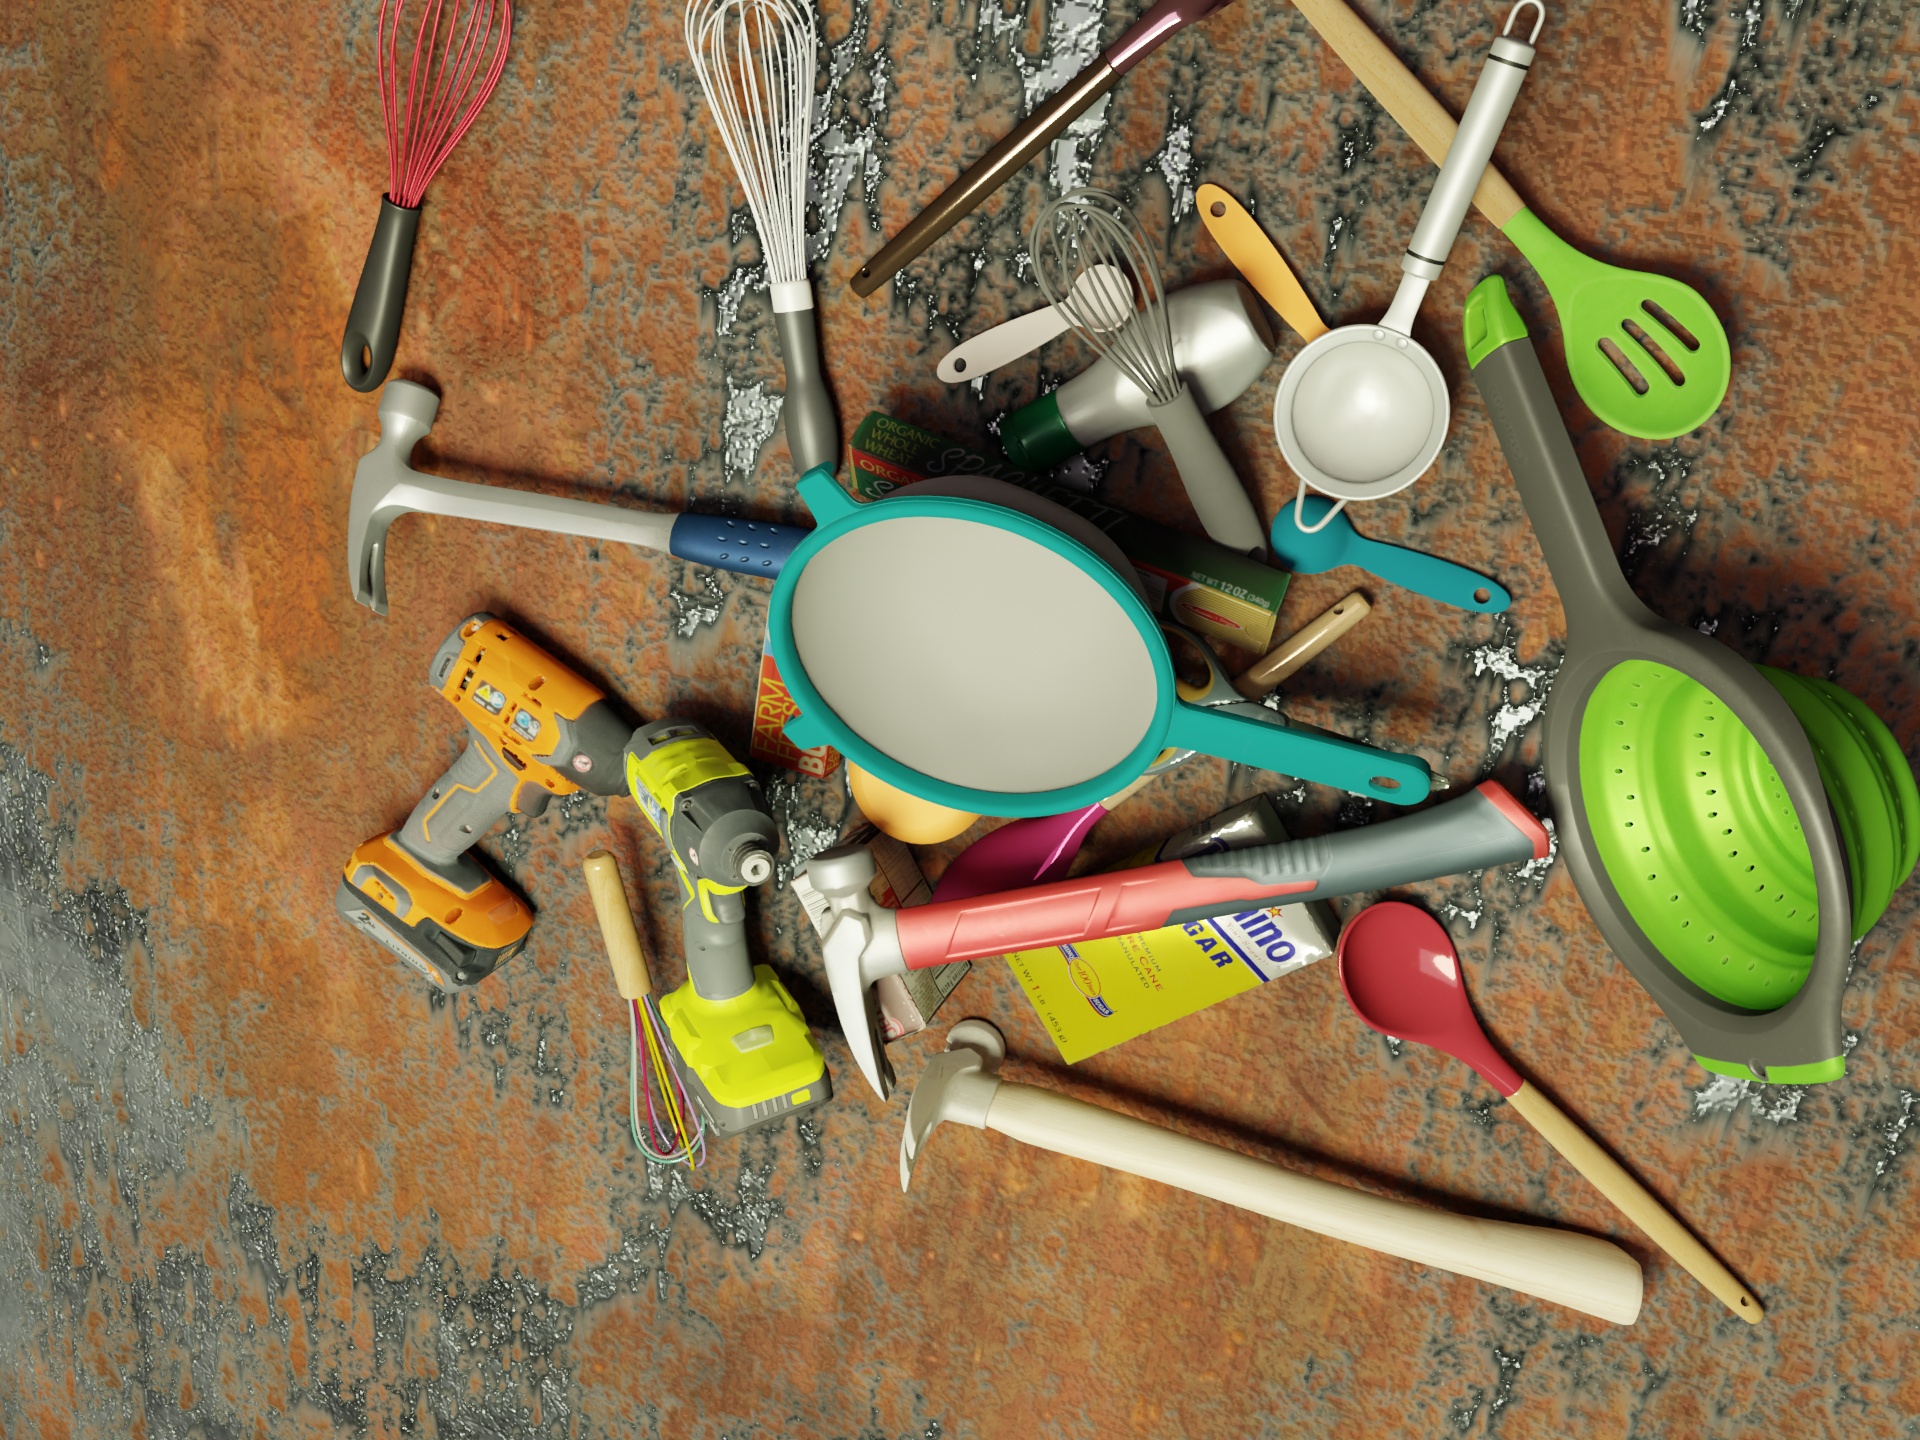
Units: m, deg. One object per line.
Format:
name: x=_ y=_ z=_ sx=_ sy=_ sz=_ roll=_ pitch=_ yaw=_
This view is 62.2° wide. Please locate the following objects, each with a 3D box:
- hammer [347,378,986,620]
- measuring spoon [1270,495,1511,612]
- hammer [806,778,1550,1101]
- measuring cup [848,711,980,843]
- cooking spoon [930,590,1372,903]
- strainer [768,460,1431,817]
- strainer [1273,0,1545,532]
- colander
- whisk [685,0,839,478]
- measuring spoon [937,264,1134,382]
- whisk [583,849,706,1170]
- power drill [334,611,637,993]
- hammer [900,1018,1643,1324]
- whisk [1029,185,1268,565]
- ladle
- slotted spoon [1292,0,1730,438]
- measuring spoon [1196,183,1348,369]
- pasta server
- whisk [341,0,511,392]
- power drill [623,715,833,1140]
hammer: x=-0.179 y=-0.106 z=0.940 sx=0.405 sy=0.035 sz=0.144 roll=10 pitch=80 yaw=13
measuring spoon: x=0.222 y=-0.081 z=0.825 sx=0.129 sy=0.021 sz=0.042 roll=22 pitch=112 yaw=14
hammer: x=0.116 y=0.107 z=0.853 sx=0.386 sy=0.038 sz=0.143 roll=-11 pitch=98 yaw=11
measuring cup: x=-0.001 y=-0.003 z=0.914 sx=0.095 sy=0.052 sz=0.173 roll=36 pitch=117 yaw=7
cooking spoon: x=0.099 y=0.030 z=0.895 sx=0.319 sy=0.017 sz=0.069 roll=-39 pitch=49 yaw=21
strainer: x=0.075 y=-0.037 z=0.820 sx=0.340 sy=0.095 sz=0.210 roll=15 pitch=137 yaw=5
strainer: x=0.220 y=-0.211 z=0.763 sx=0.087 sy=0.050 sz=0.258 roll=28 pitch=120 yaw=17
colander: x=0.346 y=-0.034 z=0.754 sx=0.094 sy=0.204 sz=0.397 roll=-17 pitch=83 yaw=-10
whisk: x=-0.098 y=-0.267 z=0.875 sx=0.070 sy=0.070 sz=0.284 roll=0 pitch=111 yaw=20
measuring spoon: x=0.041 y=-0.211 z=0.862 sx=0.124 sy=0.018 sz=0.034 roll=-18 pitch=93 yaw=31
whisk: x=-0.208 y=0.193 z=1.038 sx=0.051 sy=0.047 sz=0.244 roll=-7 pitch=113 yaw=8
power drill: x=-0.295 y=0.064 z=1.032 sx=0.164 sy=0.084 sz=0.226 roll=34 pitch=111 yaw=6
hammer: x=0.170 y=0.268 z=0.896 sx=0.411 sy=0.146 sz=0.038 roll=14 pitch=110 yaw=11
whisk: x=0.101 y=-0.158 z=0.787 sx=0.055 sy=0.055 sz=0.238 roll=-18 pitch=128 yaw=24
ladle: x=0.324 y=0.218 z=0.873 sx=0.315 sy=0.031 sz=0.069 roll=44 pitch=81 yaw=0
slotted spoon: x=0.248 y=-0.261 z=0.759 sx=0.314 sy=0.031 sz=0.070 roll=49 pitch=131 yaw=3
measuring spoon: x=0.159 y=-0.228 z=0.814 sx=0.021 sy=0.011 sz=0.117 roll=-39 pitch=87 yaw=22
pasta server: x=0.052 y=-0.315 z=0.801 sx=0.316 sy=0.040 sz=0.060 roll=-33 pitch=72 yaw=30
whisk: x=-0.325 y=-0.324 z=0.940 sx=0.073 sy=0.073 sz=0.295 roll=32 pitch=120 yaw=9
power drill: x=-0.138 y=0.126 z=0.942 sx=0.171 sy=0.080 sz=0.223 roll=37 pitch=138 yaw=57
